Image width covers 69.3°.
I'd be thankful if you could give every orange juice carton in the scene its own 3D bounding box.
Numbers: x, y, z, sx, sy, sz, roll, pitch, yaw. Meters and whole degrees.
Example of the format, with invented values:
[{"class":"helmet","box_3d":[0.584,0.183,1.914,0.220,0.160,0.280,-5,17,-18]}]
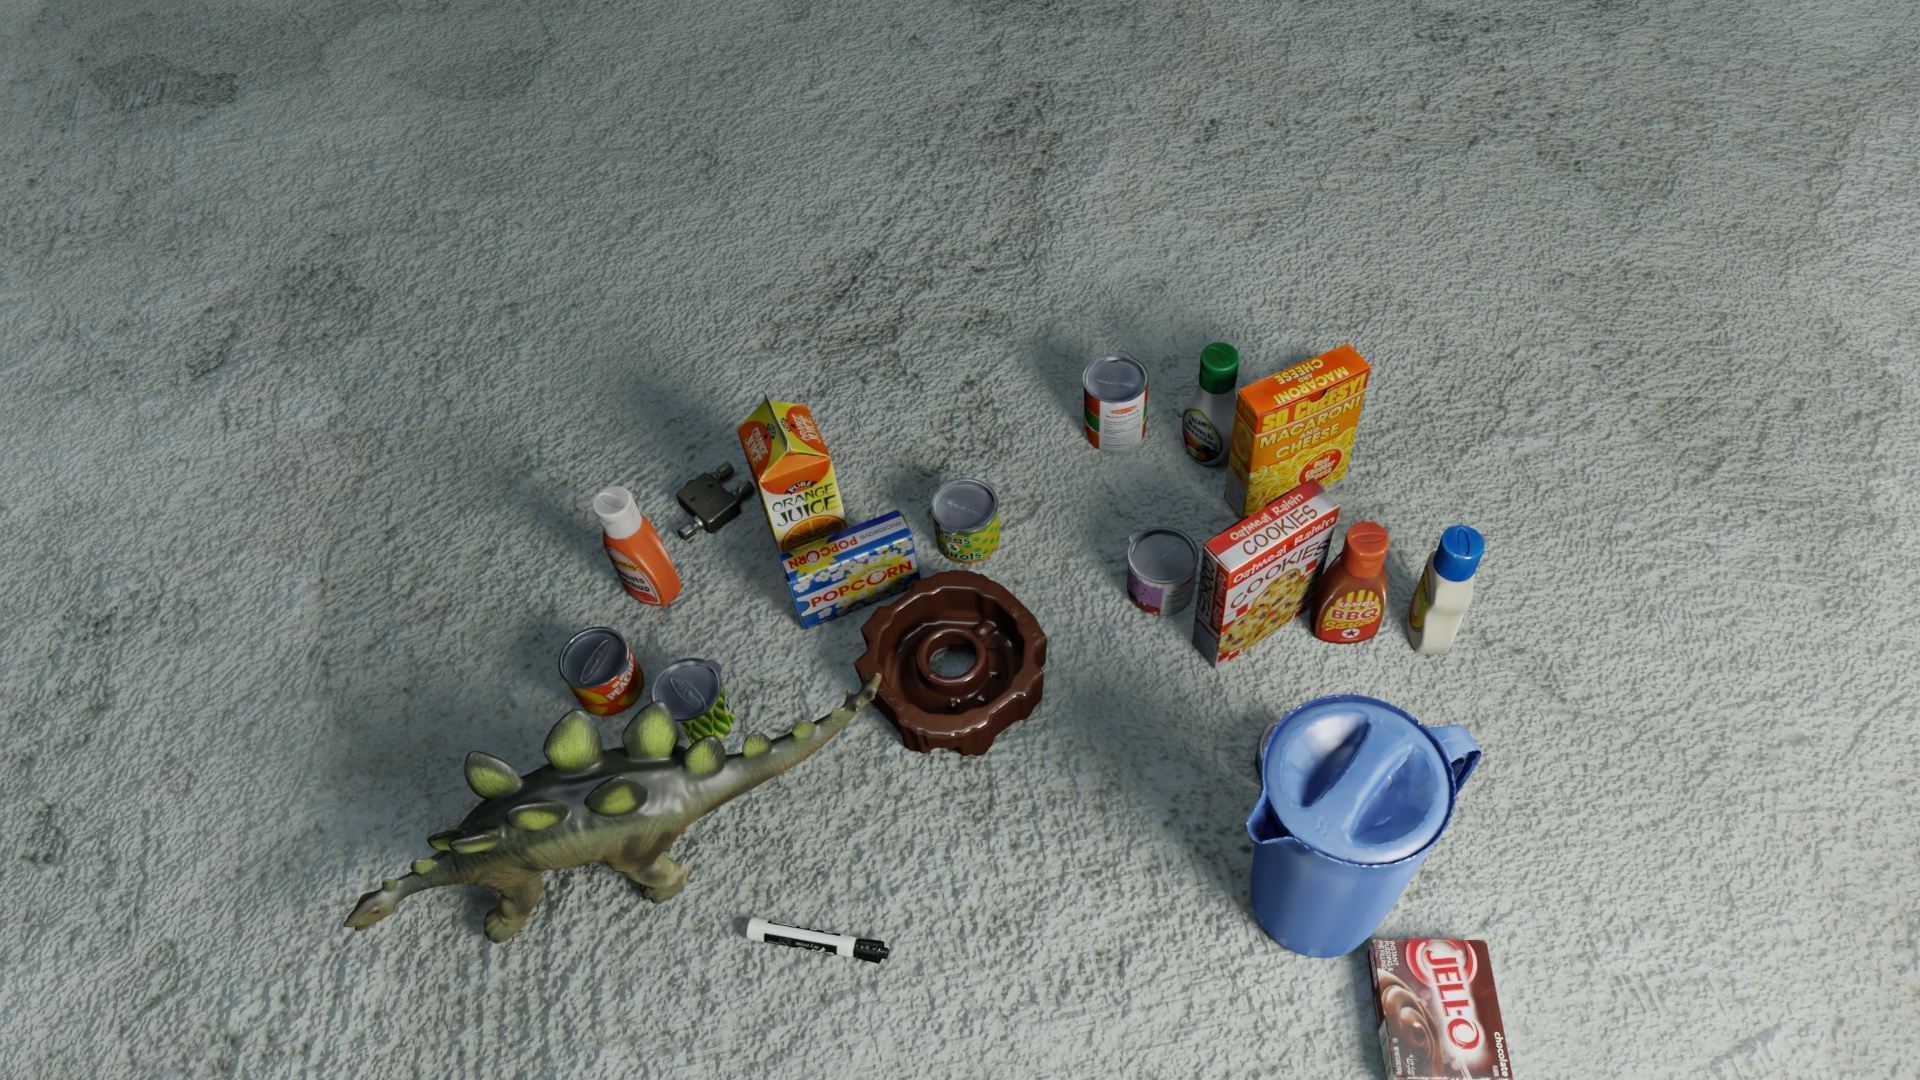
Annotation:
[{"class":"orange juice carton","box_3d":[-0.161,-0.061,1.341,0.073,0.191,0.072,-20,56,-9]}]

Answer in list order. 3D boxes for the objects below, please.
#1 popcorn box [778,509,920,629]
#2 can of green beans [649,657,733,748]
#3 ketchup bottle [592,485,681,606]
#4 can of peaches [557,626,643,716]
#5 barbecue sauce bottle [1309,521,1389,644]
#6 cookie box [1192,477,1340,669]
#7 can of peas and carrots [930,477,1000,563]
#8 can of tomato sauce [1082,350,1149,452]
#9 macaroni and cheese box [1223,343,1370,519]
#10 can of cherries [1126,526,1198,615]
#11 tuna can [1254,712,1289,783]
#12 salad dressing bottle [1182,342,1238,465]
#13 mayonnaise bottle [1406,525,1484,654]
[{"class":"popcorn box","box_3d":[-0.105,0.029,1.338,0.127,0.084,0.038,-21,56,-10]},{"class":"can of green beans","box_3d":[-0.247,0.151,1.282,0.071,0.057,0.071,-2,55,4]},{"class":"ketchup bottle","box_3d":[-0.314,0.004,1.335,0.065,0.148,0.044,23,60,20]},{"class":"can of peaches","box_3d":[-0.336,0.125,1.308,0.071,0.057,0.071,-2,55,4]},{"class":"barbecue sauce bottle","box_3d":[0.355,0.039,1.252,0.065,0.147,0.044,-3,55,3]},{"class":"cookie box","box_3d":[0.272,0.031,1.253,0.123,0.166,0.040,-30,58,-15]},{"class":"can of peas and carrots","box_3d":[0.005,-0.017,1.377,0.071,0.058,0.071,-2,55,4]},{"class":"can of tomato sauce","box_3d":[0.160,-0.142,1.437,0.071,0.082,0.071,-2,55,4]},{"class":"macaroni and cheese box","box_3d":[0.323,-0.101,1.342,0.124,0.165,0.040,-24,56,-11]},{"class":"can of cherries","box_3d":[0.191,0.028,1.329,0.071,0.058,0.072,-2,55,4]},{"class":"tuna can","box_3d":[0.293,0.190,1.221,0.071,0.032,0.071,-2,55,3]},{"class":"salad dressing bottle","box_3d":[0.253,-0.135,1.384,0.044,0.147,0.064,-37,60,-19]},{"class":"mayonnaise bottle","box_3d":[0.433,0.042,1.243,0.041,0.147,0.065,1,55,6]}]
